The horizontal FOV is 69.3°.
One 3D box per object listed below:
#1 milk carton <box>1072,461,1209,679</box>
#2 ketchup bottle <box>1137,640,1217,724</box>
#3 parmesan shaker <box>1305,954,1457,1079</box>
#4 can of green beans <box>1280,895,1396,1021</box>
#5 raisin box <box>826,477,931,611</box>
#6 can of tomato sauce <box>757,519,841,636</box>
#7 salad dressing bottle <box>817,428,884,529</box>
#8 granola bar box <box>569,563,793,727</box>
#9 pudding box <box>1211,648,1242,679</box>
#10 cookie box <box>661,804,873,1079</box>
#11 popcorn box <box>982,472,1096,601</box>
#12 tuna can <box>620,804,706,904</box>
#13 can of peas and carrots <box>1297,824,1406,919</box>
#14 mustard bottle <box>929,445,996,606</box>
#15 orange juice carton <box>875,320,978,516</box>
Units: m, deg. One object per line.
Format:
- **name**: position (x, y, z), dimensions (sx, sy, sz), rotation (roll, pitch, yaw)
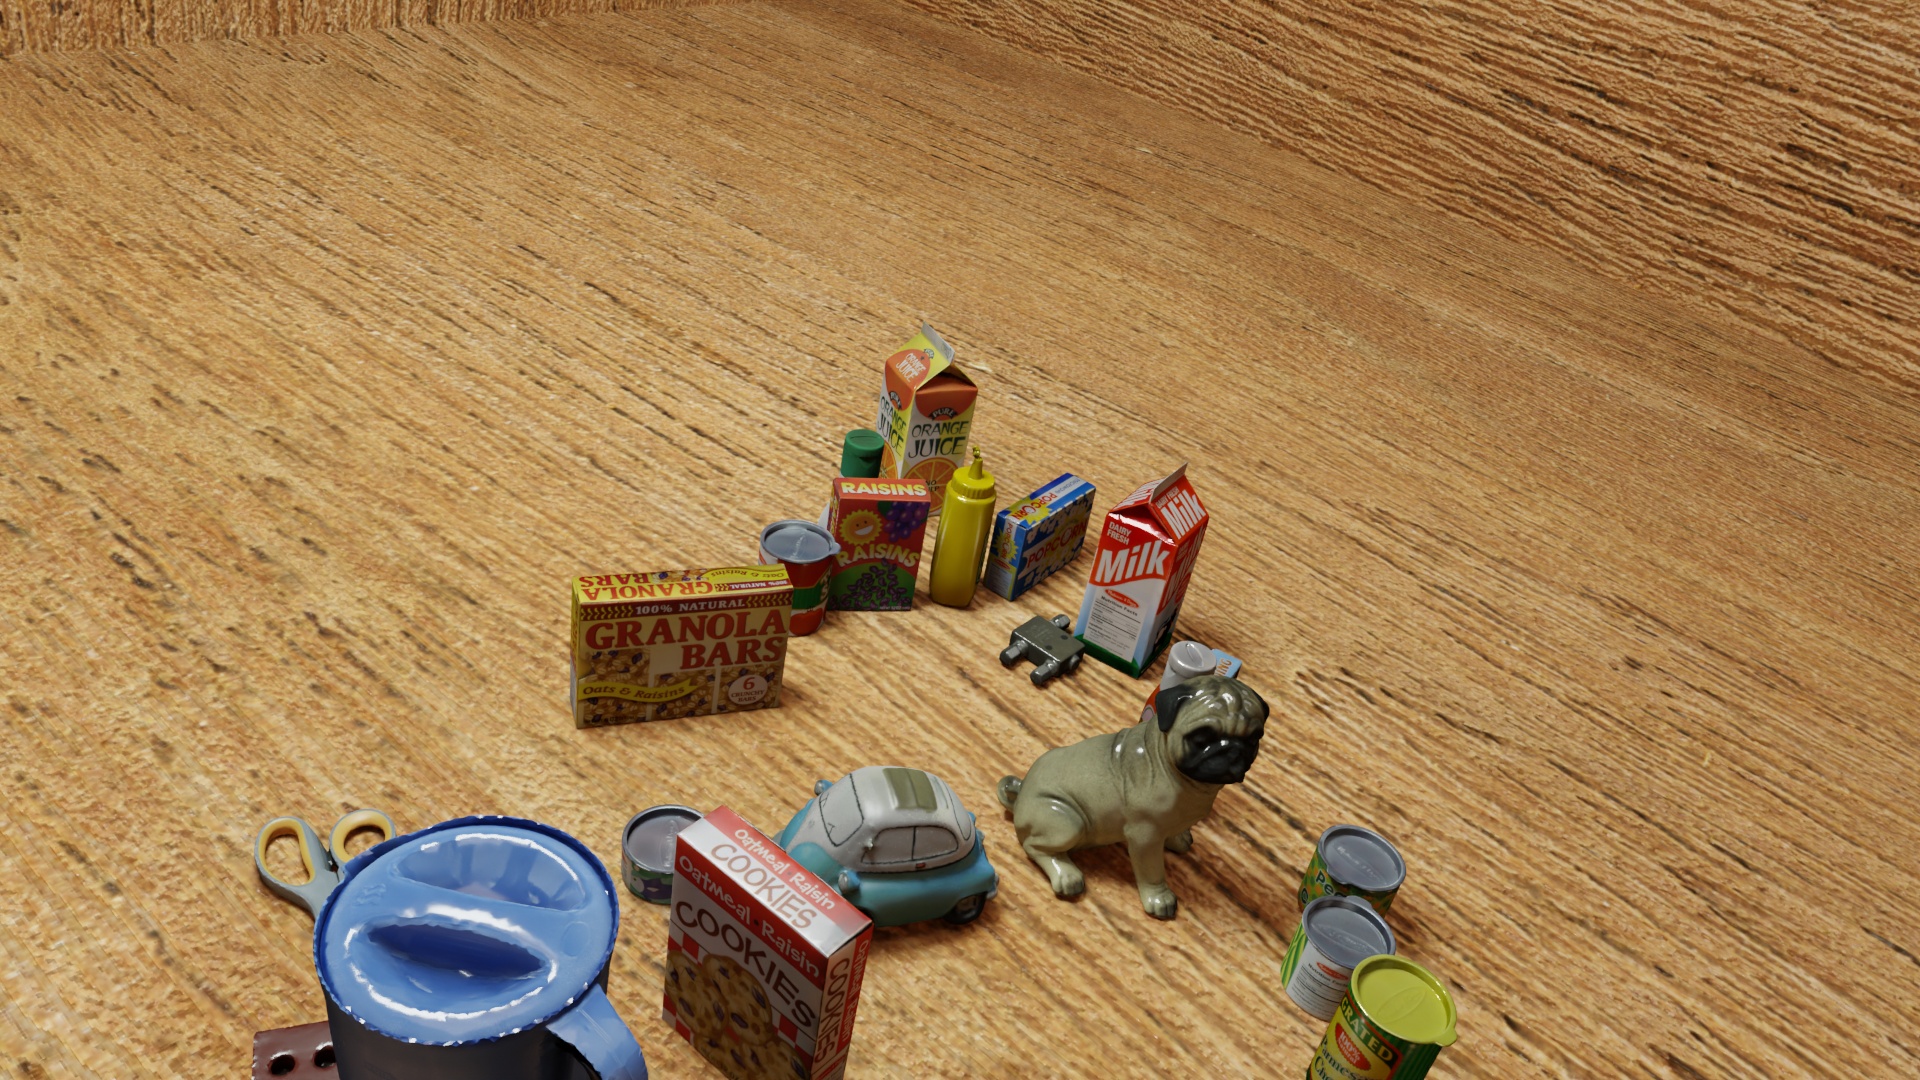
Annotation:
- **milk carton**: position (0.166, 0.021, 1.249), dimensions (0.073, 0.189, 0.073), rotation (26, 35, 22)
- **ketchup bottle**: position (0.166, 0.148, 1.094), dimensions (0.043, 0.148, 0.065), rotation (0, 34, -17)
- **parmesan shaker**: position (0.270, 0.328, 0.892), dimensions (0.071, 0.102, 0.072), rotation (8, 33, -5)
- **can of green beans**: position (0.266, 0.296, 0.982), dimensions (0.071, 0.057, 0.071), rotation (8, 33, -5)
- **raisin box**: position (-0.079, 0.004, 1.262), dimensions (0.086, 0.122, 0.040), rotation (2, 34, -15)
- **can of tomato sauce**: position (-0.146, 0.034, 1.232), dimensions (0.071, 0.082, 0.071), rotation (8, 33, -5)
- **salad dressing bottle**: position (-0.099, -0.032, 1.288), dimensions (0.064, 0.146, 0.044), rotation (-2, 35, -20)
- **granola bar box**: position (-0.221, 0.083, 1.097), dimensions (0.166, 0.123, 0.039), rotation (-4, 35, -22)
- **pudding box**: position (0.213, 0.136, 1.217), dimensions (0.030, 0.049, 0.084), rotation (26, 35, 21)
- **cookie box**: position (-0.118, 0.255, 0.824), dimensions (0.123, 0.166, 0.040), rotation (30, 37, 27)
- **popcorn box**: position (0.078, -0.005, 1.359), dimensions (0.038, 0.084, 0.127), rotation (29, 37, 26)
- **tuna can**: position (-0.202, 0.220, 0.976), dimensions (0.071, 0.032, 0.071), rotation (8, 33, -5)
- **can of peas and carrots**: position (0.292, 0.259, 1.045), dimensions (0.071, 0.058, 0.071), rotation (8, 33, -5)
- **mustard bottle**: position (0.005, -0.016, 1.284), dimensions (0.049, 0.159, 0.065), rotation (12, 32, 1)
- **orange juice carton**: position (-0.037, -0.121, 1.402), dimensions (0.073, 0.191, 0.072), rotation (-7, 37, -26)
